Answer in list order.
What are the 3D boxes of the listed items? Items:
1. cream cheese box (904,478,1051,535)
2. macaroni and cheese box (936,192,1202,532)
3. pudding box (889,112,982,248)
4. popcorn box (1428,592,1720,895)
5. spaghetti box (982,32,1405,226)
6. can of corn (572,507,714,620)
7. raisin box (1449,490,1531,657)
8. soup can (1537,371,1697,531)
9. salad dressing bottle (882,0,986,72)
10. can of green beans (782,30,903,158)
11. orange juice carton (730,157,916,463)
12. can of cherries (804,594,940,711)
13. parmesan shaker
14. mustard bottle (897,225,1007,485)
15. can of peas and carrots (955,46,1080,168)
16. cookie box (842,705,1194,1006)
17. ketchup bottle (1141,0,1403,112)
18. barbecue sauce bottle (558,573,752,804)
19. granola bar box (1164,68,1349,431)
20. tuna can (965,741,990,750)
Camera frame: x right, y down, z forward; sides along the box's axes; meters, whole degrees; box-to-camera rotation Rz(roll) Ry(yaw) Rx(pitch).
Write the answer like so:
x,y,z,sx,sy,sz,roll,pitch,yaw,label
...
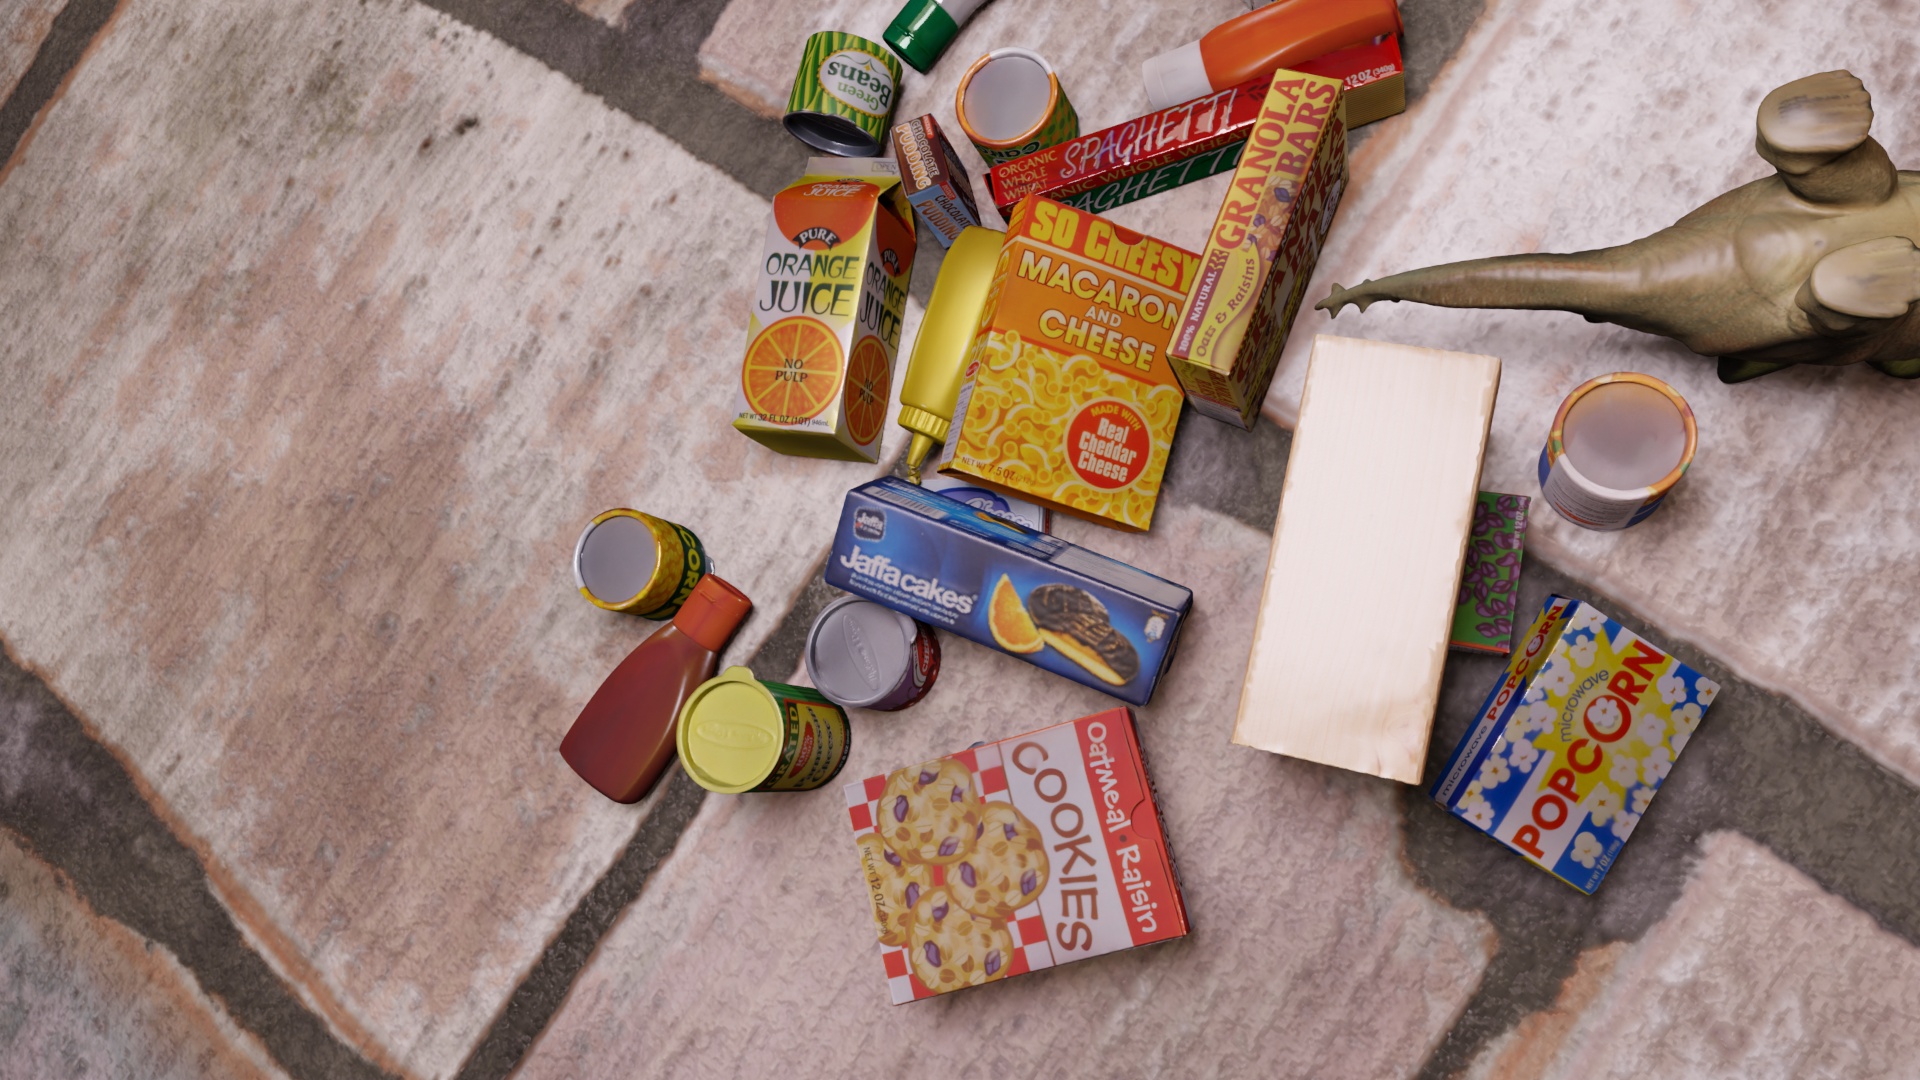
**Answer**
x,y,z,sx,sy,sz,roll,pitch,yaw,label
0.003,-0.011,0.848,0.104,0.024,0.053,-1,79,18,cream cheese box
0.070,-0.101,0.805,0.124,0.040,0.166,17,85,-13,macaroni and cheese box
-0.014,-0.222,0.862,0.030,0.083,0.050,-18,75,12,pudding box
0.310,0.103,0.705,0.085,0.038,0.126,32,90,-1,popcorn box
0.139,-0.240,0.834,0.250,0.050,0.029,-15,75,15,spaghetti box
-0.203,0.016,0.891,0.071,0.058,0.071,-3,79,18,can of corn
0.240,0.012,0.759,0.123,0.040,0.086,9,84,20,raisin box
0.337,-0.047,0.715,0.071,0.083,0.071,-3,79,17,soup can
0.009,-0.375,0.906,0.064,0.044,0.147,43,95,18,salad dressing bottle
-0.076,-0.289,0.904,0.071,0.071,0.058,14,84,20,can of green beans
-0.081,-0.152,0.876,0.072,0.073,0.193,7,81,19,orange juice carton
-0.049,0.068,0.832,0.071,0.058,0.071,-4,78,18,can of cherries
-0.112,0.113,0.820,0.071,0.103,0.071,-3,80,18,parmesan shaker
-0.003,-0.109,0.846,0.049,0.065,0.160,21,87,27,mustard bottle
0.035,-0.262,0.867,0.071,0.058,0.071,-3,79,18,can of peas and carrots
0.030,0.172,0.759,0.167,0.040,0.123,-18,76,14,cookie box
0.184,-0.294,0.826,0.148,0.065,0.043,-15,89,24,ketchup bottle
-0.189,0.091,0.881,0.065,0.043,0.148,35,91,20,barbecue sauce bottle
0.167,-0.156,0.769,0.039,0.124,0.165,20,87,19,granola bar box
0.031,0.148,0.804,0.071,0.033,0.071,-3,79,17,tuna can
